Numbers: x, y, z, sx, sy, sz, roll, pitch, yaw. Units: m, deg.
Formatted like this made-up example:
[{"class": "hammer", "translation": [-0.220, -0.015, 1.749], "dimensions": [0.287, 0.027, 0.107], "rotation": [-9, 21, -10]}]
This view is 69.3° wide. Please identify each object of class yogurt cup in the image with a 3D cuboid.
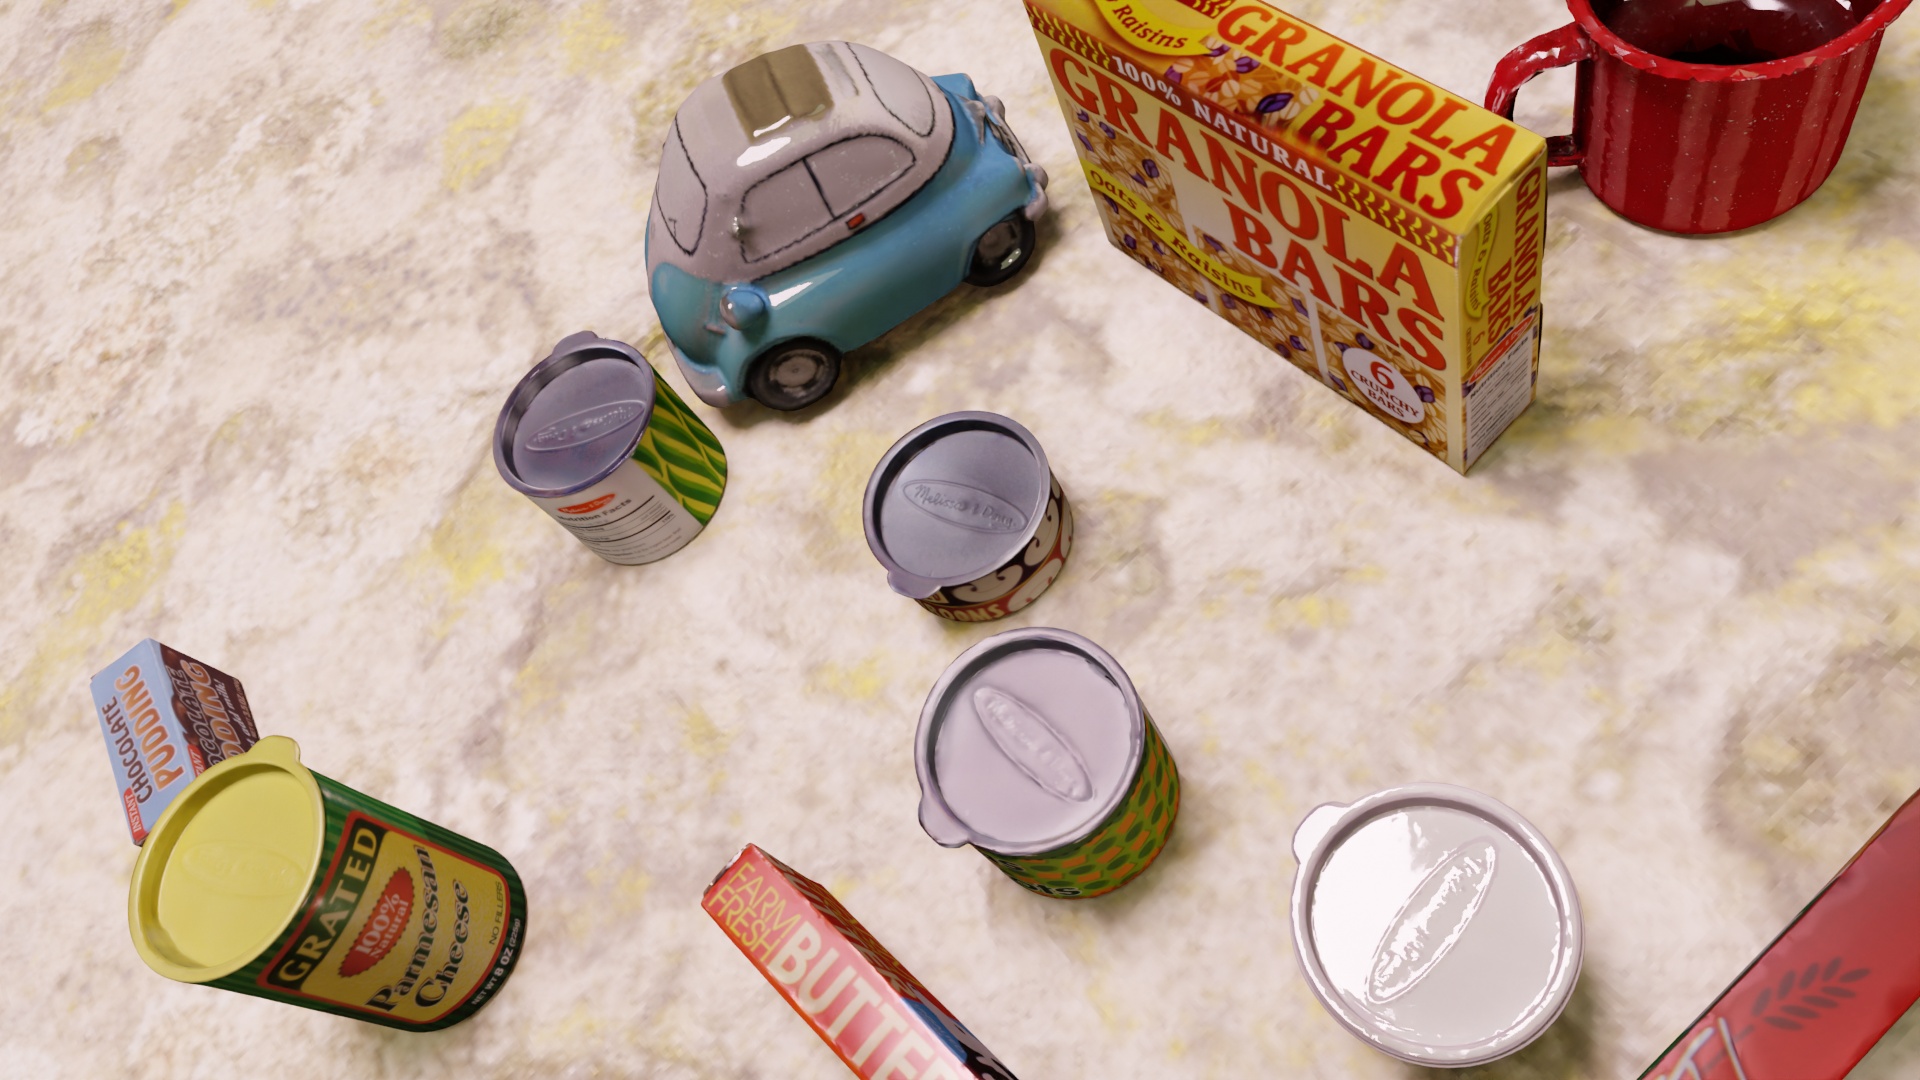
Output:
[{"class": "yogurt cup", "translation": [0.122, 0.102, 0.356], "dimensions": [0.072, 0.053, 0.073], "rotation": [-9, 61, 16]}]

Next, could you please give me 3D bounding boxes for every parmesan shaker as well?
[{"class": "parmesan shaker", "translation": [-0.192, 0.112, 0.439], "dimensions": [0.071, 0.102, 0.071], "rotation": [-9, 61, 16]}]

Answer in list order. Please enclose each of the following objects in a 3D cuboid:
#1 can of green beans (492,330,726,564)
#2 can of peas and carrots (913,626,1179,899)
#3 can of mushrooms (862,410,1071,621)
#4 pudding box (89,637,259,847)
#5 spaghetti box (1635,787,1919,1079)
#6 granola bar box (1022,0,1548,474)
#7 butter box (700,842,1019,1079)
[{"class": "can of green beans", "translation": [-0.129, -0.032, 0.519], "dimensions": [0.071, 0.057, 0.071], "rotation": [-9, 61, 16]}, {"class": "can of peas and carrots", "translation": [0.025, 0.068, 0.407], "dimensions": [0.071, 0.058, 0.071], "rotation": [-9, 61, 16]}, {"class": "can of mushrooms", "translation": [0.002, -0.006, 0.471], "dimensions": [0.071, 0.033, 0.071], "rotation": [-9, 61, 16]}, {"class": "pudding box", "translation": [-0.291, 0.081, 0.523], "dimensions": [0.030, 0.049, 0.084], "rotation": [-38, 57, -1]}, {"class": "spaghetti box", "translation": [0.159, 0.145, 0.321], "dimensions": [0.250, 0.050, 0.029], "rotation": [-43, 57, -5]}, {"class": "granola bar box", "translation": [0.101, -0.106, 0.433], "dimensions": [0.039, 0.124, 0.166], "rotation": [-44, 57, -6]}, {"class": "butter box", "translation": [-0.026, 0.132, 0.396], "dimensions": [0.104, 0.053, 0.024], "rotation": [36, 80, 32]}]
